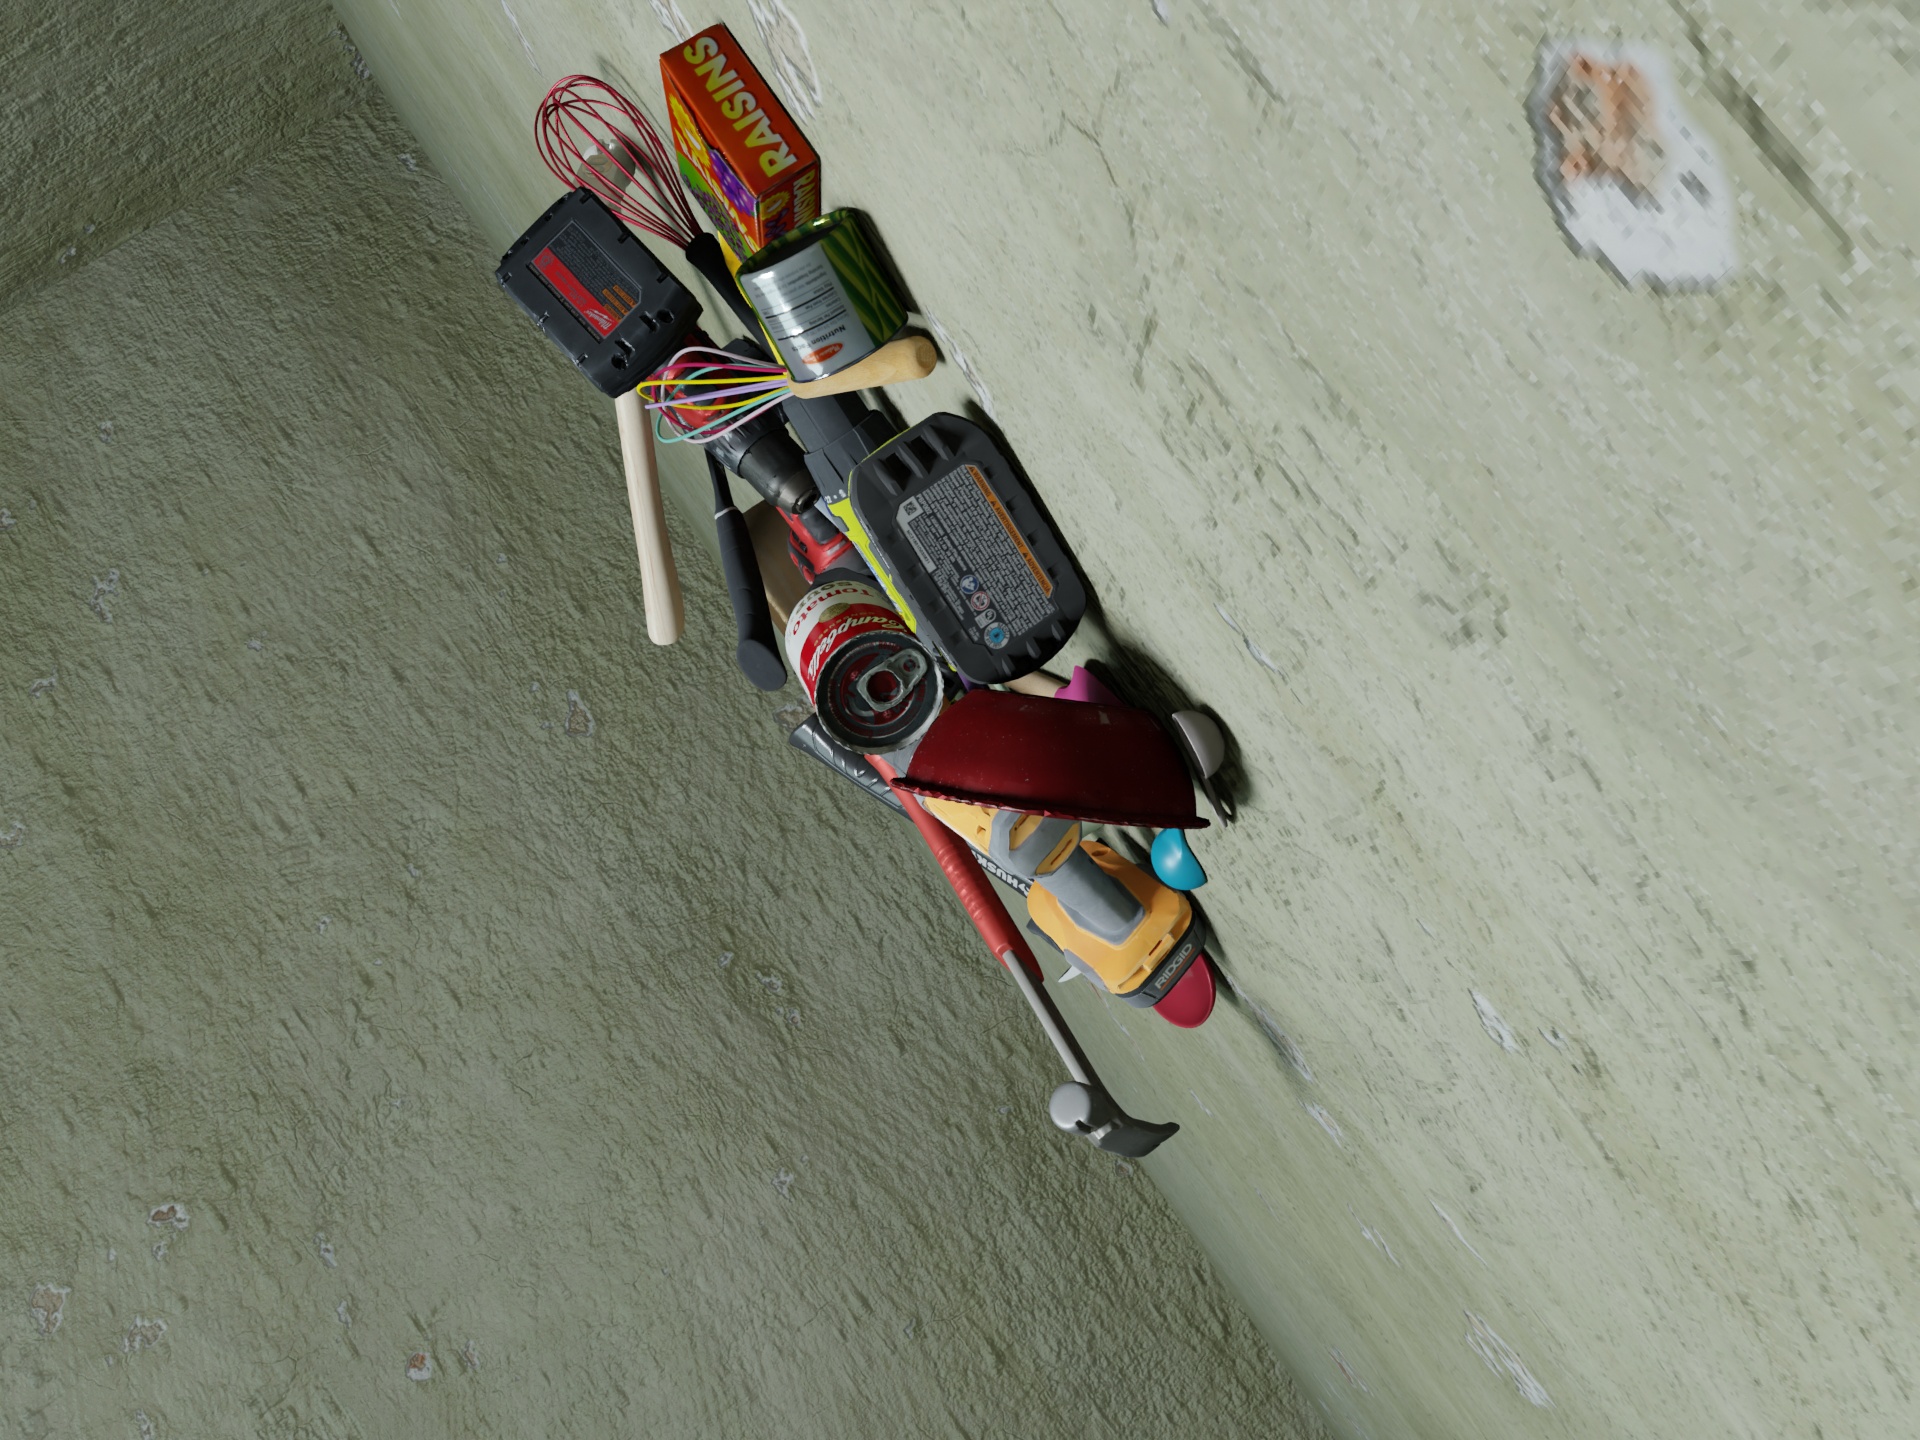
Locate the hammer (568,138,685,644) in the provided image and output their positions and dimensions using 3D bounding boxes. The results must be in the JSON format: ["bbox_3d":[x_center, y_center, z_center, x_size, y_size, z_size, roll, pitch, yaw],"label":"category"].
[{"bbox_3d":[-0.257,-0.227,1.247,0.146,0.038,0.410,-94,2,-51],"label":"hammer"}]

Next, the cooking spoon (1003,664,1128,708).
[{"bbox_3d":[0.057,-0.017,0.984,0.068,0.017,0.319,51,175,-16],"label":"cooking spoon"}]

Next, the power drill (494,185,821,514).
[{"bbox_3d":[-0.182,-0.227,1.036,0.188,0.080,0.226,47,-177,14],"label":"power drill"}]

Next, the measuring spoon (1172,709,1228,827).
[{"bbox_3d":[0.126,0.026,0.784,0.034,0.018,0.124,64,-176,28],"label":"measuring spoon"}]

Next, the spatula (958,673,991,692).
[{"bbox_3d":[-0.022,-0.079,1.125,0.316,0.018,0.059,59,171,9],"label":"spatula"}]

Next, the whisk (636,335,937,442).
[{"bbox_3d":[-0.102,-0.182,0.859,0.245,0.051,0.047,5,147,48],"label":"whisk"}]

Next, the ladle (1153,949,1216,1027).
[{"bbox_3d":[0.069,0.113,1.182,0.316,0.031,0.069,38,125,24],"label":"ladle"}]

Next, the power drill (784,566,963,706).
[{"bbox_3d":[-0.065,-0.035,1.268,0.171,0.080,0.223,25,166,8],"label":"power drill"}]

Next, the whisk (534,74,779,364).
[{"bbox_3d":[-0.181,-0.318,1.031,0.296,0.073,0.073,47,170,17],"label":"whisk"}]

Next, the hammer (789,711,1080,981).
[{"bbox_3d":[-0.011,0.090,1.303,0.335,0.035,0.146,32,144,24],"label":"hammer"}]

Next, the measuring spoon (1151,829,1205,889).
[{"bbox_3d":[0.118,0.064,0.944,0.042,0.021,0.128,49,171,39],"label":"measuring spoon"}]

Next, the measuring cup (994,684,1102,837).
[{"bbox_3d":[0.042,0.020,1.158,0.167,0.038,0.083,54,173,-8],"label":"measuring cup"}]

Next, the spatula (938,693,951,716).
[{"bbox_3d":[-0.002,-0.004,1.111,0.322,0.041,0.081,59,-169,-70],"label":"spatula"}]

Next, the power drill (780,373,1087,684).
[{"bbox_3d":[-0.026,-0.114,0.878,0.190,0.080,0.229,57,175,-17],"label":"power drill"}]

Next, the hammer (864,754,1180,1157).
[{"bbox_3d":[0.029,0.146,1.124,0.149,0.036,0.359,34,-161,-55],"label":"hammer"}]

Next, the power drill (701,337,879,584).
[{"bbox_3d":[-0.132,-0.182,1.252,0.219,0.078,0.143,56,174,-32],"label":"power drill"}]

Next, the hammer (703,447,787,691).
[{"bbox_3d":[-0.194,-0.178,1.320,0.149,0.036,0.409,48,-162,-48],"label":"hammer"}]

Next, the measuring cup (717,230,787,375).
[{"bbox_3d":[-0.099,-0.230,0.956,0.062,0.029,0.156,42,160,57],"label":"measuring cup"}]

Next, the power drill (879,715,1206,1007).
[{"bbox_3d":[0.043,0.079,1.035,0.226,0.084,0.185,45,172,-40],"label":"power drill"}]
